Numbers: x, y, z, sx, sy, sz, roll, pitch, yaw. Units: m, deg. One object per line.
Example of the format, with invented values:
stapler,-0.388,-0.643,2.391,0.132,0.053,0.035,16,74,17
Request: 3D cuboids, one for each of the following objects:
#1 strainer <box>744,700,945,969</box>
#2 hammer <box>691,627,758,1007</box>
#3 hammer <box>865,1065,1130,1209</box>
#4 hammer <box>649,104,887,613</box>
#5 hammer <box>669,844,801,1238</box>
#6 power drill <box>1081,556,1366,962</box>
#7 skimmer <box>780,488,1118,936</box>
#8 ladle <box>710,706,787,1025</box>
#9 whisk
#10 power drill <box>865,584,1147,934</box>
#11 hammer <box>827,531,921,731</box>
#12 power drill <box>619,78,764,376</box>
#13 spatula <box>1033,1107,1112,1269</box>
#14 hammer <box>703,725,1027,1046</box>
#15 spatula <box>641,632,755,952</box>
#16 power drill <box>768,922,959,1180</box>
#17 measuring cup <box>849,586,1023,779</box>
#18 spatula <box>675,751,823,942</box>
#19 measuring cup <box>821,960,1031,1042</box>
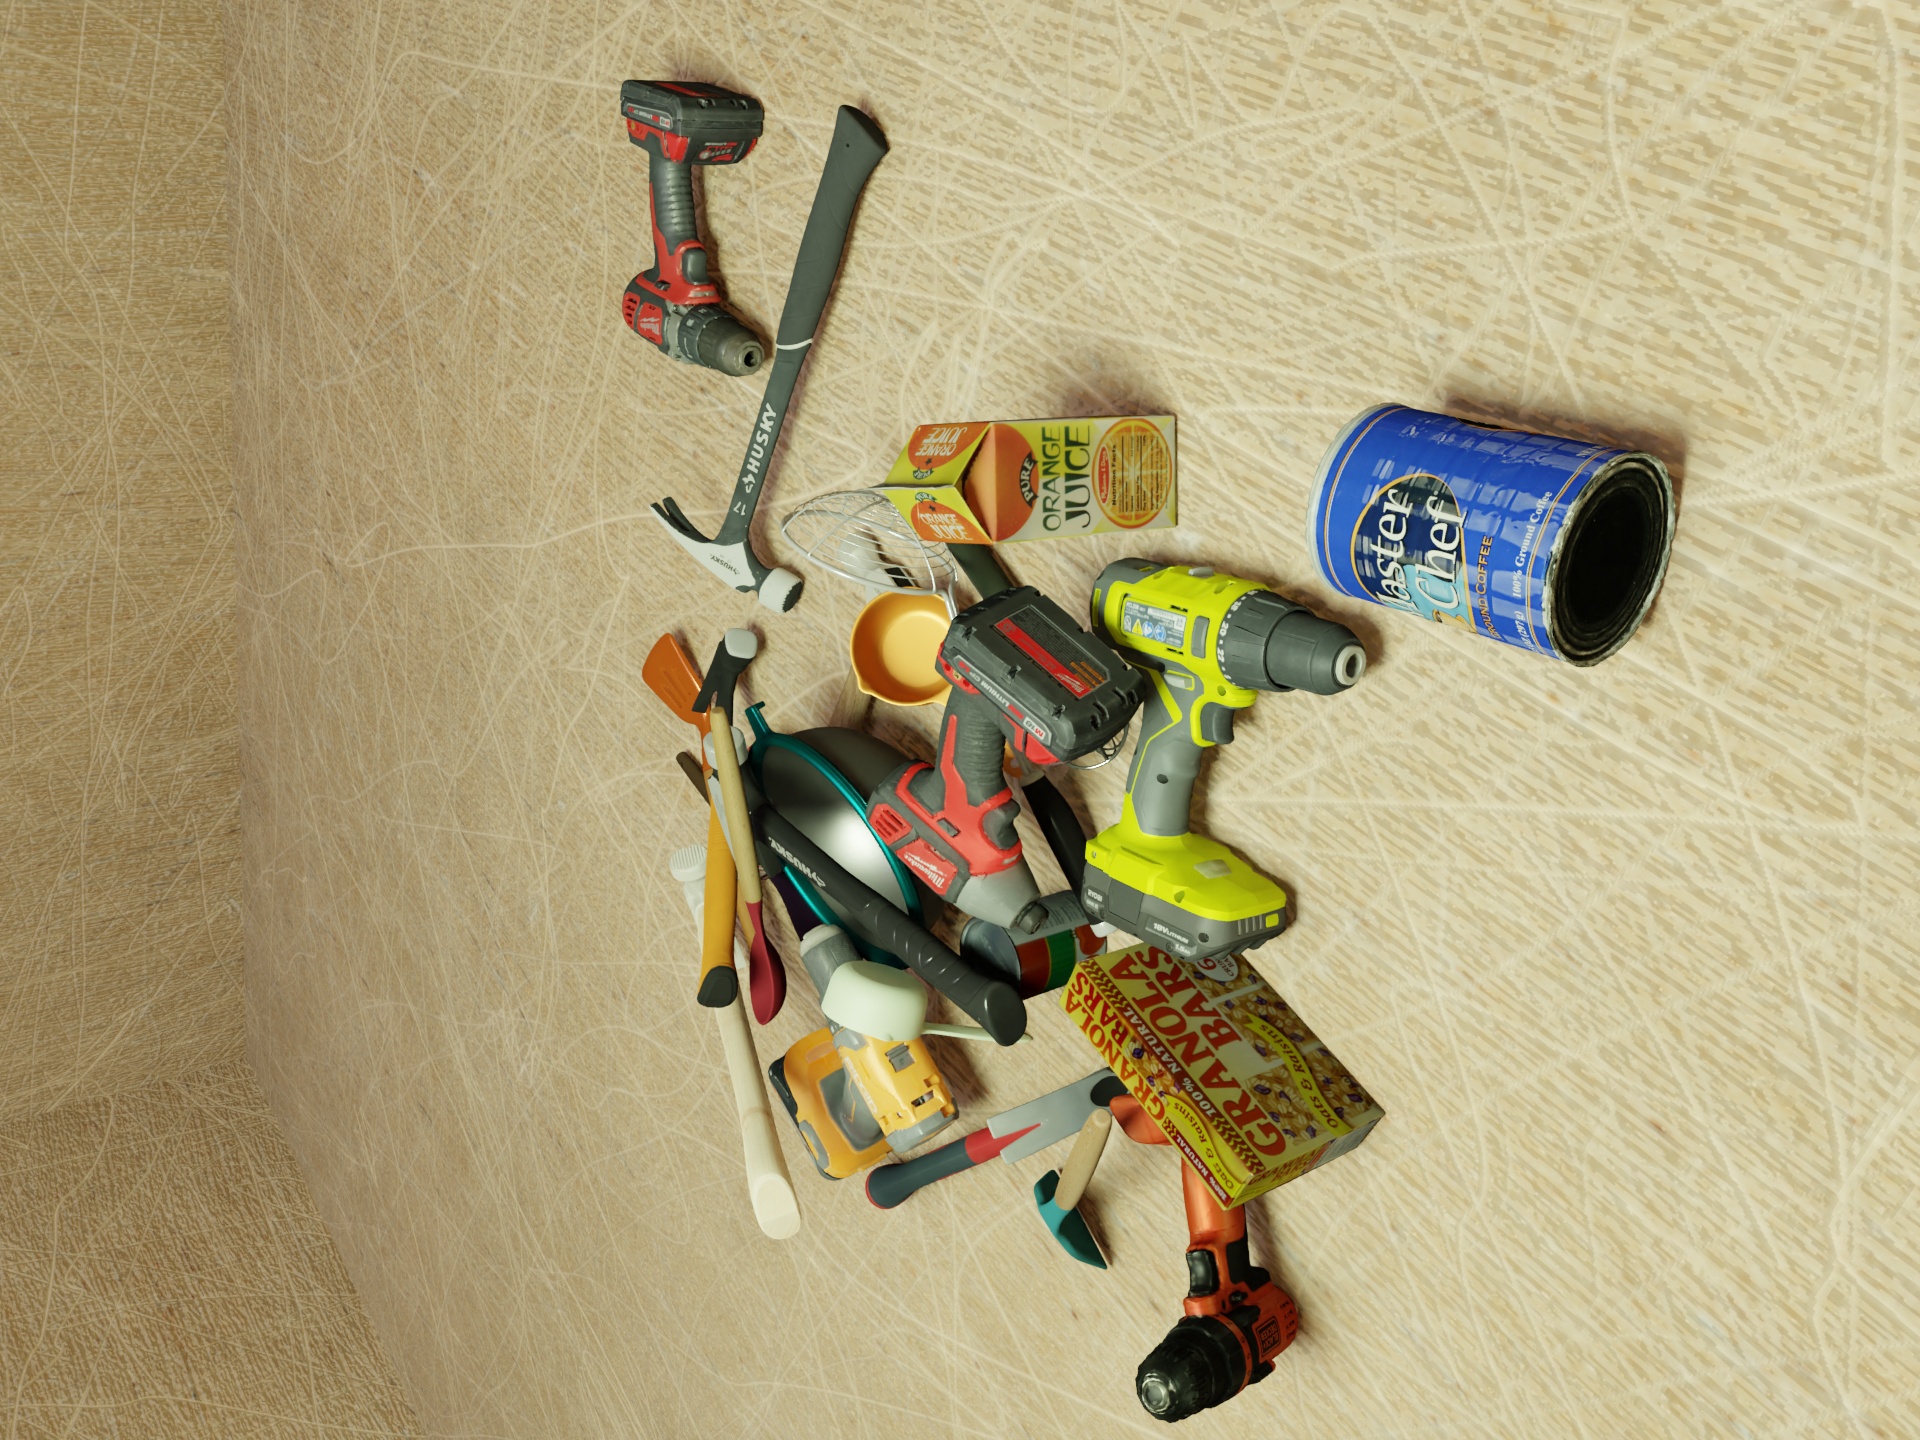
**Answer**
strainer,-0.066,0.127,1.285,0.211,0.095,0.340,37,148,33
hammer,-0.207,0.089,1.370,0.127,0.034,0.337,124,149,-51
hammer,0.002,0.330,1.208,0.386,0.143,0.038,-43,67,53
hammer,-0.143,-0.287,1.275,0.149,0.036,0.408,30,122,12
hammer,-0.183,0.274,1.331,0.411,0.038,0.146,-119,13,-56
power drill,0.153,0.024,0.968,0.191,0.080,0.228,22,114,49
skimmer,-0.002,-0.004,1.112,0.090,0.127,0.363,-26,94,27
ladle,-0.164,0.116,1.220,0.069,0.031,0.315,-122,22,-48
whisk,0.043,-0.063,1.115,0.059,0.057,0.247,-40,58,12
power drill,0.025,0.036,1.008,0.143,0.078,0.219,42,136,18
hammer,-0.097,0.013,1.328,0.130,0.031,0.331,51,135,32
power drill,-0.221,-0.410,1.344,0.188,0.080,0.226,36,129,42
spatula,0.082,0.305,1.058,0.082,0.044,0.317,60,163,25
hammer,-0.075,0.135,1.167,0.335,0.035,0.146,34,144,37
spatula,-0.238,0.070,1.499,0.081,0.041,0.323,-46,54,46
power drill,-0.093,0.276,1.305,0.185,0.084,0.226,59,152,13
measuring cup,-0.007,-0.022,1.182,0.095,0.052,0.173,-43,86,4
spatula,-0.187,0.129,1.486,0.316,0.018,0.059,46,128,35
measuring cup,-0.020,0.213,1.186,0.083,0.167,0.038,-147,70,-69
